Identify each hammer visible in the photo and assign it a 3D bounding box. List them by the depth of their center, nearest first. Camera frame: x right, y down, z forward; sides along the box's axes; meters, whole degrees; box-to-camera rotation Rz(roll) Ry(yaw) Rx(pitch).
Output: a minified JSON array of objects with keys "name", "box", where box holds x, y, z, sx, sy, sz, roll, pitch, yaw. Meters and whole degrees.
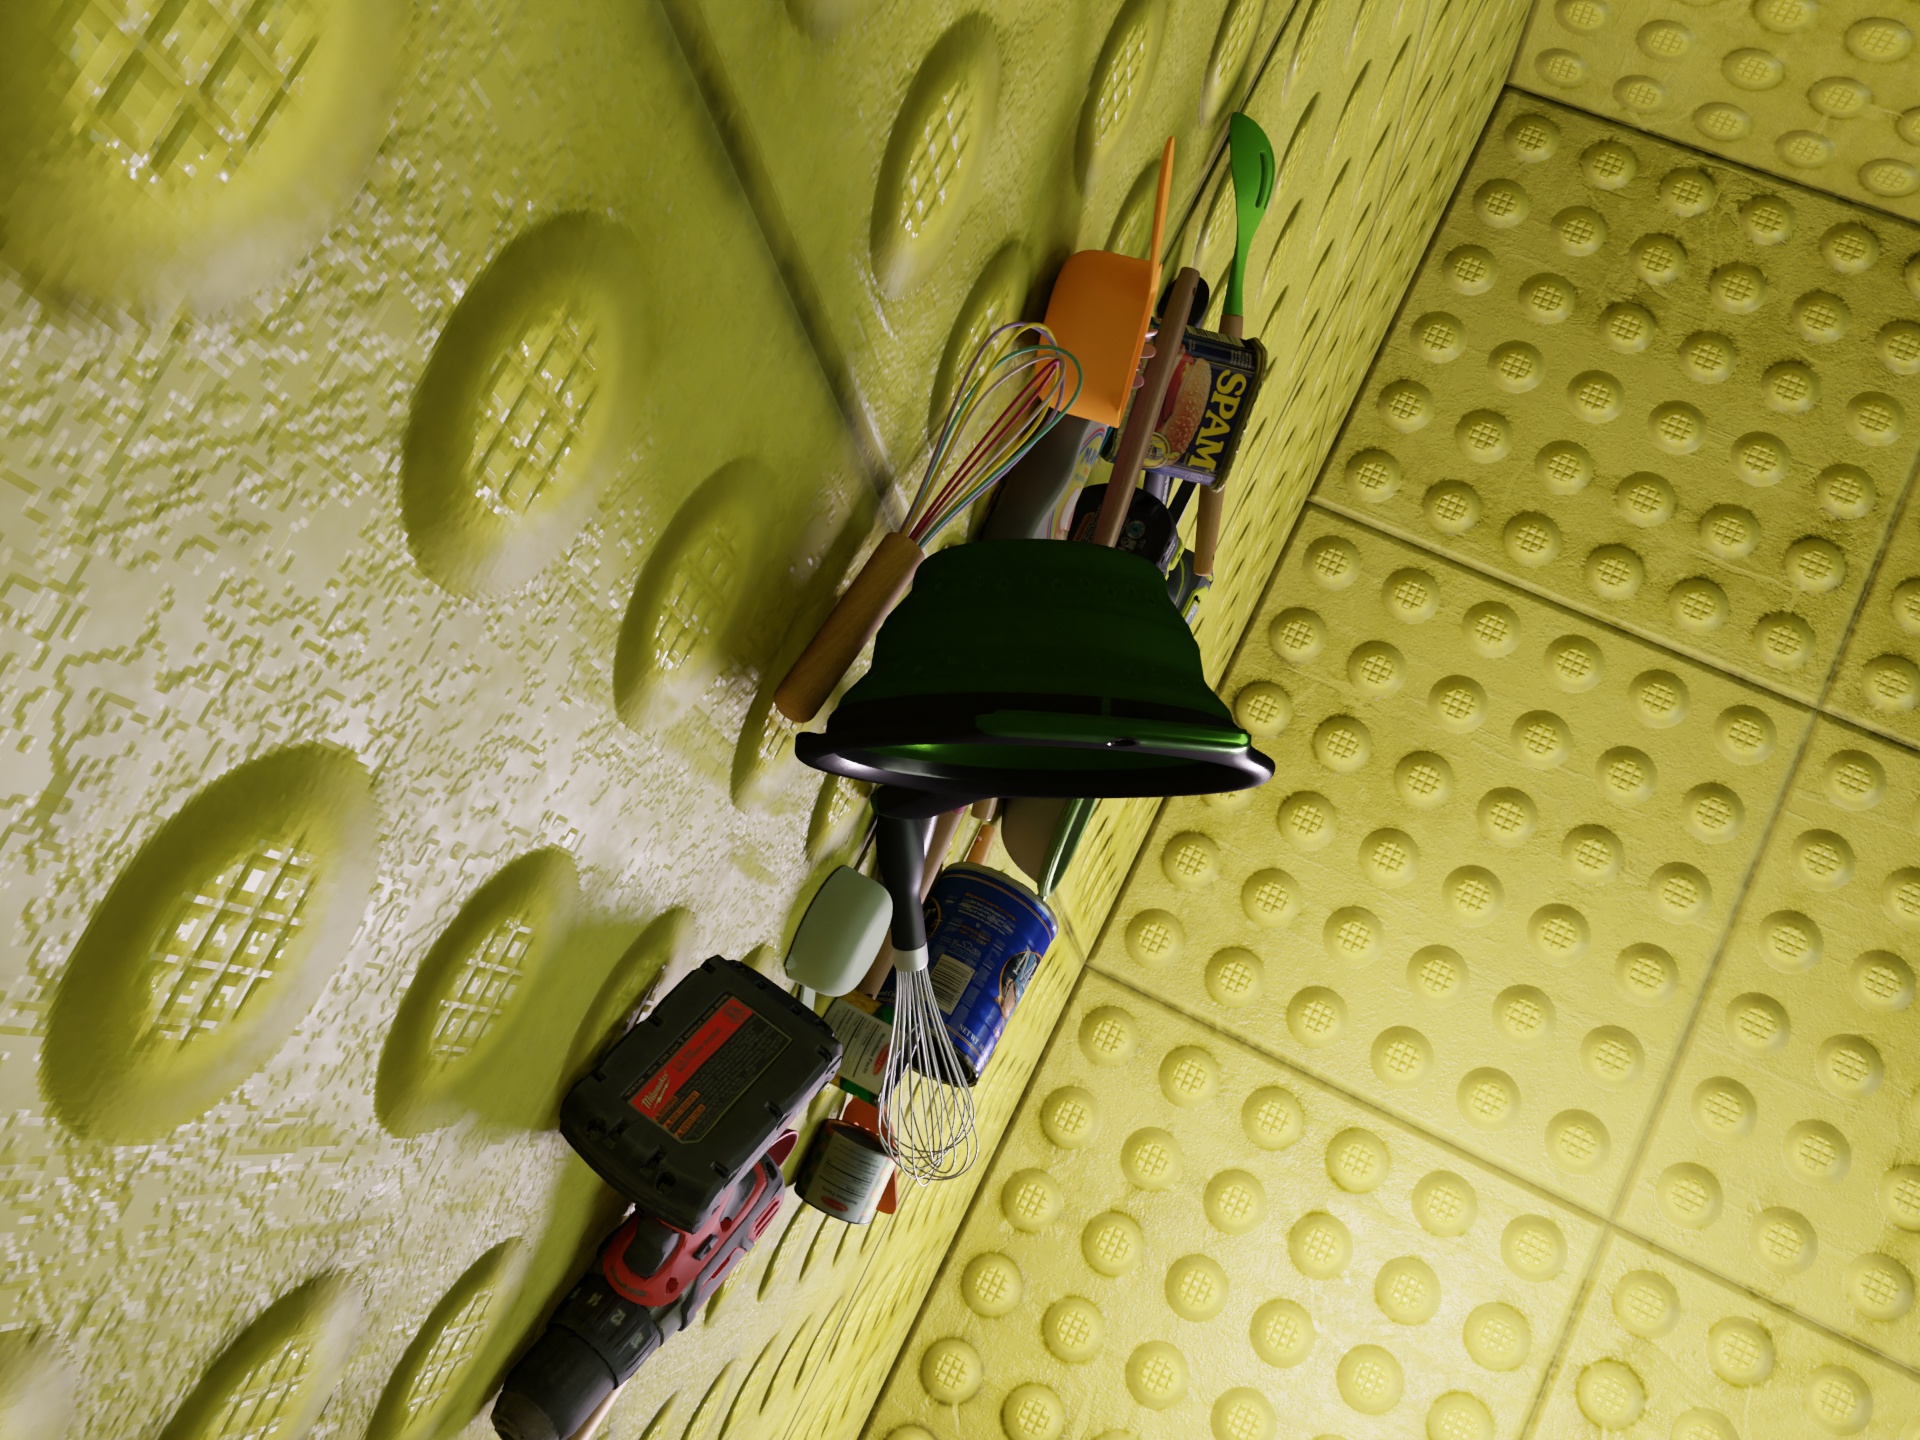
[{"name":"hammer","box":[0.161,-0.221,1.247,0.334,0.035,0.146,89,26,-62]}]

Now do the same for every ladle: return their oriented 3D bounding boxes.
[{"name":"ladle","box":[-0.163,0.320,0.892,0.069,0.031,0.315,-60,176,24]}]

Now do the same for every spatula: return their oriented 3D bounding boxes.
[{"name":"spatula","box":[0.097,-0.132,1.000,0.059,0.018,0.316,16,92,-66]},{"name":"spatula","box":[-0.032,0.239,1.310,0.041,0.081,0.323,33,76,-46]}]

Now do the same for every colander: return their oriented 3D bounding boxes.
[{"name":"colander","box":[0.012,-0.011,0.767,0.397,0.204,0.094,152,-59,-73]}]

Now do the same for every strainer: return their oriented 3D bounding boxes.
[{"name":"strainer","box":[0.059,0.120,1.410,0.256,0.069,0.151,-69,170,21]}]

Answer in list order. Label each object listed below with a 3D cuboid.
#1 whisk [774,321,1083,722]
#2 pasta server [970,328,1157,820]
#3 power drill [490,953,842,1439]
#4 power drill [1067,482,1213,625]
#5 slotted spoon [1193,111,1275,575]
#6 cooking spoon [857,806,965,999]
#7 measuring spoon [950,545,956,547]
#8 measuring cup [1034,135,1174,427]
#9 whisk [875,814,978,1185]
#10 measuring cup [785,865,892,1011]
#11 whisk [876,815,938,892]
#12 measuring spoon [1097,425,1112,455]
[{"name":"whisk","box":[-0.012,-0.096,0.753,0.245,0.051,0.047,-57,171,-22]},{"name":"pasta server","box":[0.060,-0.090,0.979,0.060,0.040,0.316,-118,-137,-86]},{"name":"power drill","box":[-0.147,0.239,0.760,0.188,0.080,0.226,-44,161,-42]},{"name":"power drill","box":[0.118,-0.073,1.186,0.171,0.080,0.223,-62,160,-3]},{"name":"slotted spoon","box":[0.187,-0.255,1.105,0.070,0.031,0.313,-30,128,-63]},{"name":"cooking spoon","box":[-0.013,0.078,1.074,0.017,0.068,0.318,-100,-150,-56]},{"name":"measuring spoon","box":[0.004,-0.087,0.916,0.021,0.011,0.117,-55,165,6]},{"name":"measuring cup","box":[0.073,-0.226,0.806,0.173,0.052,0.095,94,13,-57]},{"name":"whisk","box":[-0.031,0.178,1.023,0.070,0.070,0.284,-44,134,-59]},{"name":"measuring cup","box":[-0.078,0.164,0.983,0.083,0.038,0.167,-50,159,-50]},{"name":"whisk","box":[-0.012,0.028,0.988,0.055,0.055,0.238,-48,163,-53]},{"name":"measuring spoon","box":[0.061,-0.146,1.037,0.128,0.021,0.042,-60,176,18]}]
